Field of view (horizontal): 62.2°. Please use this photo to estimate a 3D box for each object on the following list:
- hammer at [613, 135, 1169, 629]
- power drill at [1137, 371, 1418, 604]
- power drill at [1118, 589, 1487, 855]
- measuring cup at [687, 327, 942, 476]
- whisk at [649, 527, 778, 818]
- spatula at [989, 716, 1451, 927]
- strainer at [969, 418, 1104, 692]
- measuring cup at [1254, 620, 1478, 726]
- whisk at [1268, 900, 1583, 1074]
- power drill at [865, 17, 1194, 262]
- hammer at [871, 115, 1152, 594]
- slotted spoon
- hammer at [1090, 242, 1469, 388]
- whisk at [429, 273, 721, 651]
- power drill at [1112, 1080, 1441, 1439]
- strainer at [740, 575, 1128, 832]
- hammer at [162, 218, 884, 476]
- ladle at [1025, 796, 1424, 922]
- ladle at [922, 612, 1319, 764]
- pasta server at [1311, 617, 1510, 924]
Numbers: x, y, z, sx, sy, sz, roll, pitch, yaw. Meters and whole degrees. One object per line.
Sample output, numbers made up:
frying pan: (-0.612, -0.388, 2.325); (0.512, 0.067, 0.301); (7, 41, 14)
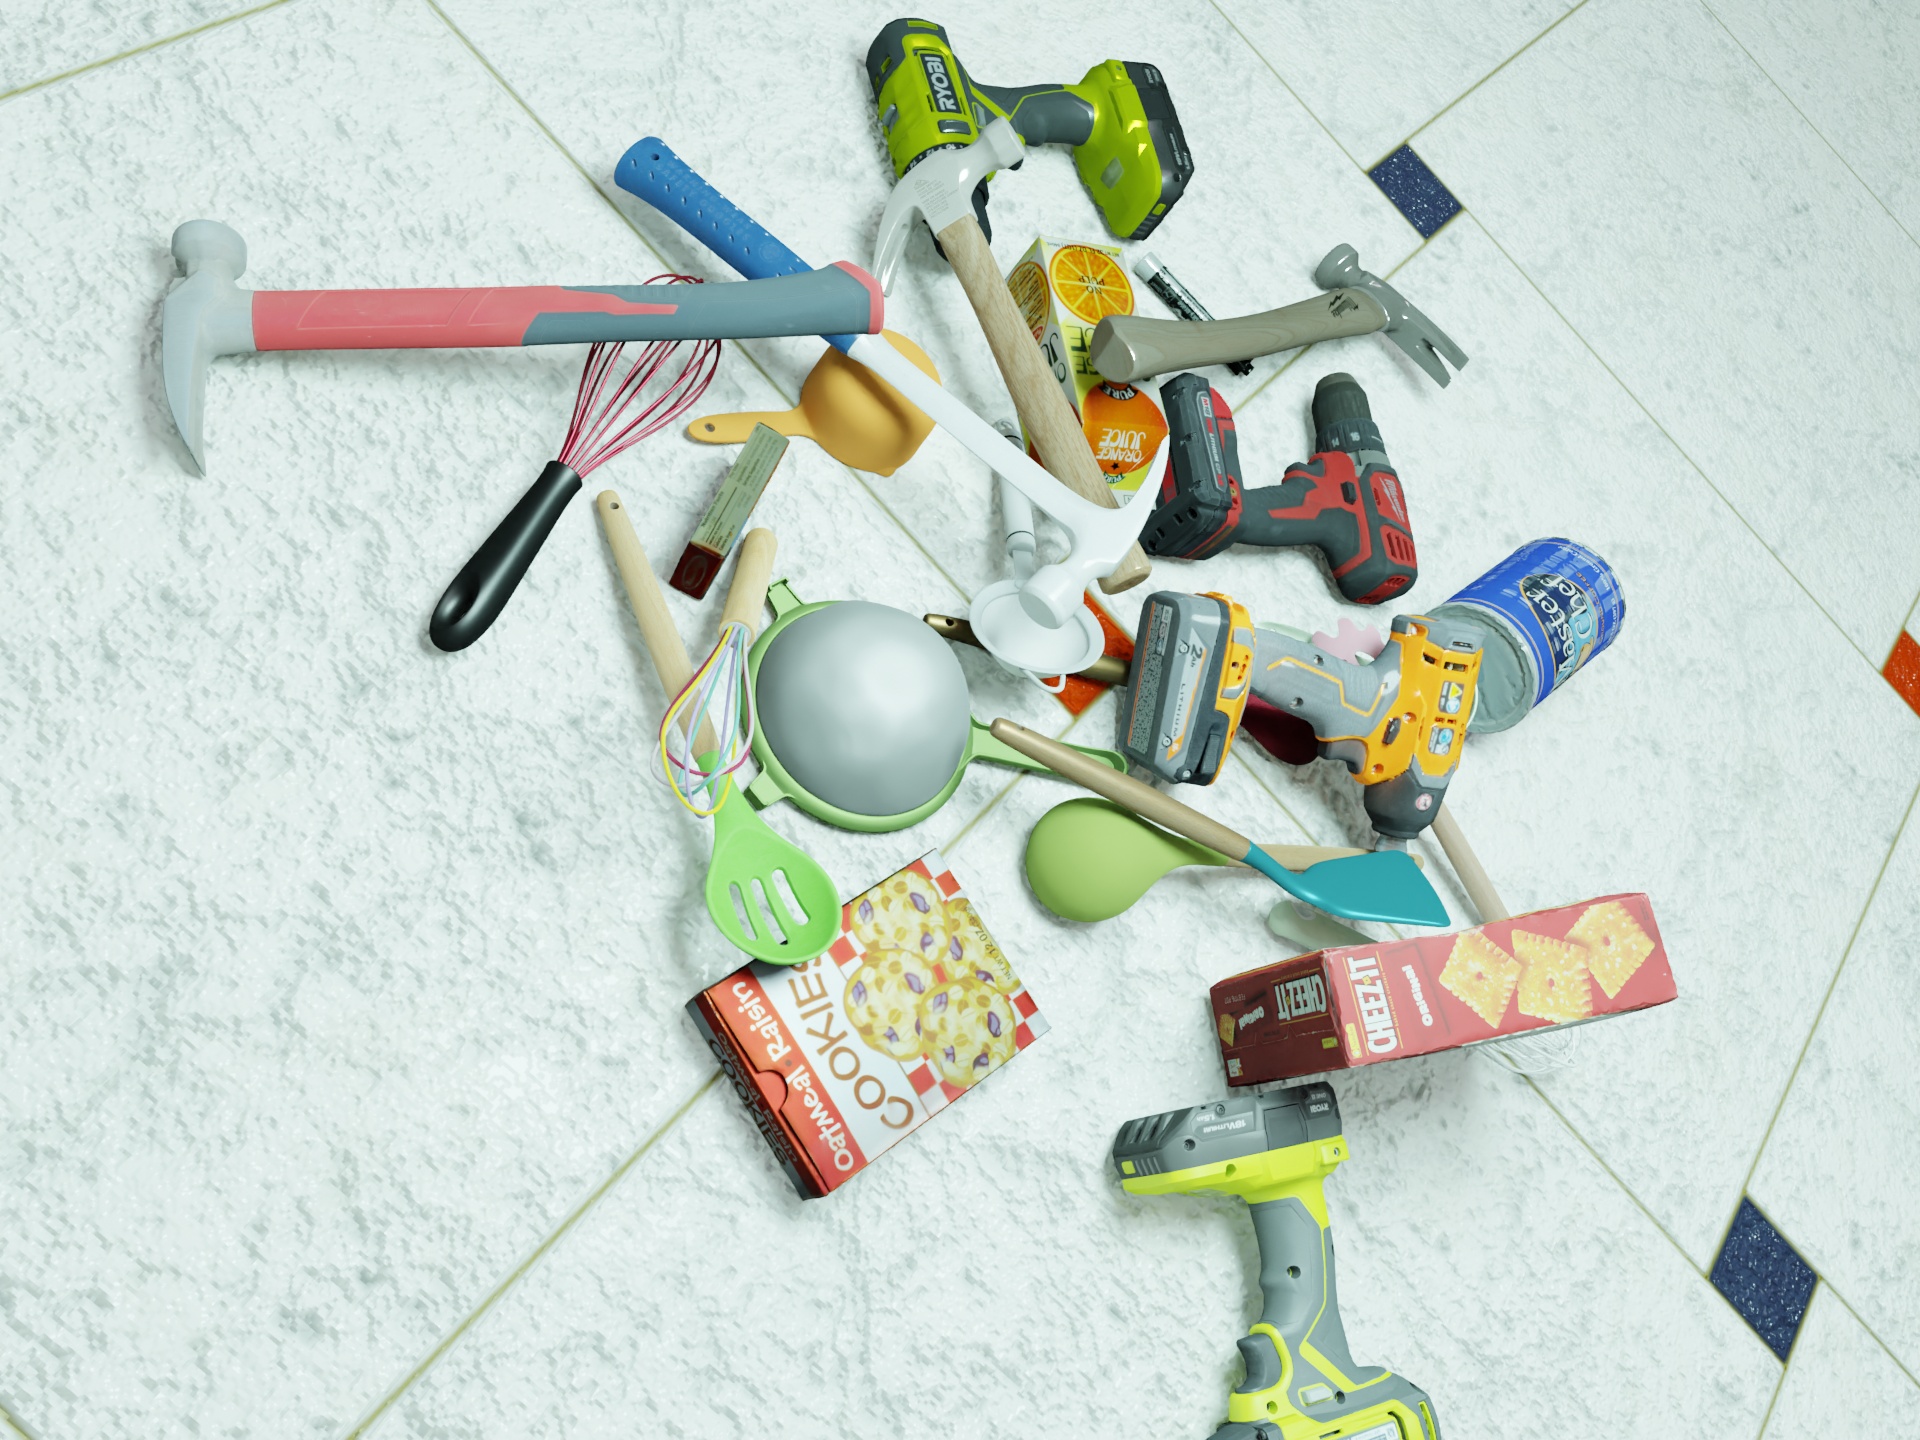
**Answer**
hammer: (-0.049, -0.232, 0.989); (0.405, 0.035, 0.144); (40, 68, 8)
power drill: (0.231, -0.188, 1.165); (0.226, 0.080, 0.188); (7, 64, -29)
power drill: (0.224, 0.003, 1.033); (0.226, 0.084, 0.164); (7, 98, -15)
measuring cup: (-0.088, -0.204, 1.013); (0.173, 0.052, 0.095); (-14, 75, -34)
whisk: (-0.128, -0.038, 0.877); (0.047, 0.051, 0.245); (26, 36, -16)
spatula: (0.157, 0.059, 0.967); (0.317, 0.044, 0.082); (26, 24, -21)
strainer: (0.041, -0.106, 1.030); (0.087, 0.050, 0.259); (6, 52, -14)
measuring cup: (0.287, -0.035, 1.146); (0.167, 0.038, 0.083); (23, 92, 4)
whisk: (0.311, 0.177, 1.058); (0.246, 0.059, 0.058); (26, 21, -11)
power drill: (0.053, -0.418, 1.177); (0.228, 0.080, 0.191); (-6, 71, -28)
hammer: (0.040, -0.231, 1.049); (0.331, 0.130, 0.031); (66, 17, 14)
slotted spoon: (-0.146, -0.002, 0.883); (0.070, 0.031, 0.314); (-13, 66, -28)
hammer: (0.234, -0.279, 1.162); (0.146, 0.038, 0.410); (48, 41, 16)
whisk: (-0.218, -0.156, 0.918); (0.073, 0.073, 0.296); (33, 62, -11)
power drill: (0.168, 0.326, 0.891); (0.171, 0.080, 0.223); (-2, 72, -29)
strainer: (-0.002, -0.003, 0.955); (0.256, 0.069, 0.152); (13, 62, -21)
hammer: (-0.233, -0.212, 0.885); (0.386, 0.038, 0.143); (-4, 69, -11)
ladle: (0.182, 0.092, 1.035); (0.320, 0.062, 0.078); (5, 63, -34)
ladle: (0.120, -0.029, 1.062); (0.315, 0.031, 0.069); (13, 63, -21)
pasta server: (0.337, 0.071, 1.113); (0.316, 0.060, 0.040); (59, 10, -3)
